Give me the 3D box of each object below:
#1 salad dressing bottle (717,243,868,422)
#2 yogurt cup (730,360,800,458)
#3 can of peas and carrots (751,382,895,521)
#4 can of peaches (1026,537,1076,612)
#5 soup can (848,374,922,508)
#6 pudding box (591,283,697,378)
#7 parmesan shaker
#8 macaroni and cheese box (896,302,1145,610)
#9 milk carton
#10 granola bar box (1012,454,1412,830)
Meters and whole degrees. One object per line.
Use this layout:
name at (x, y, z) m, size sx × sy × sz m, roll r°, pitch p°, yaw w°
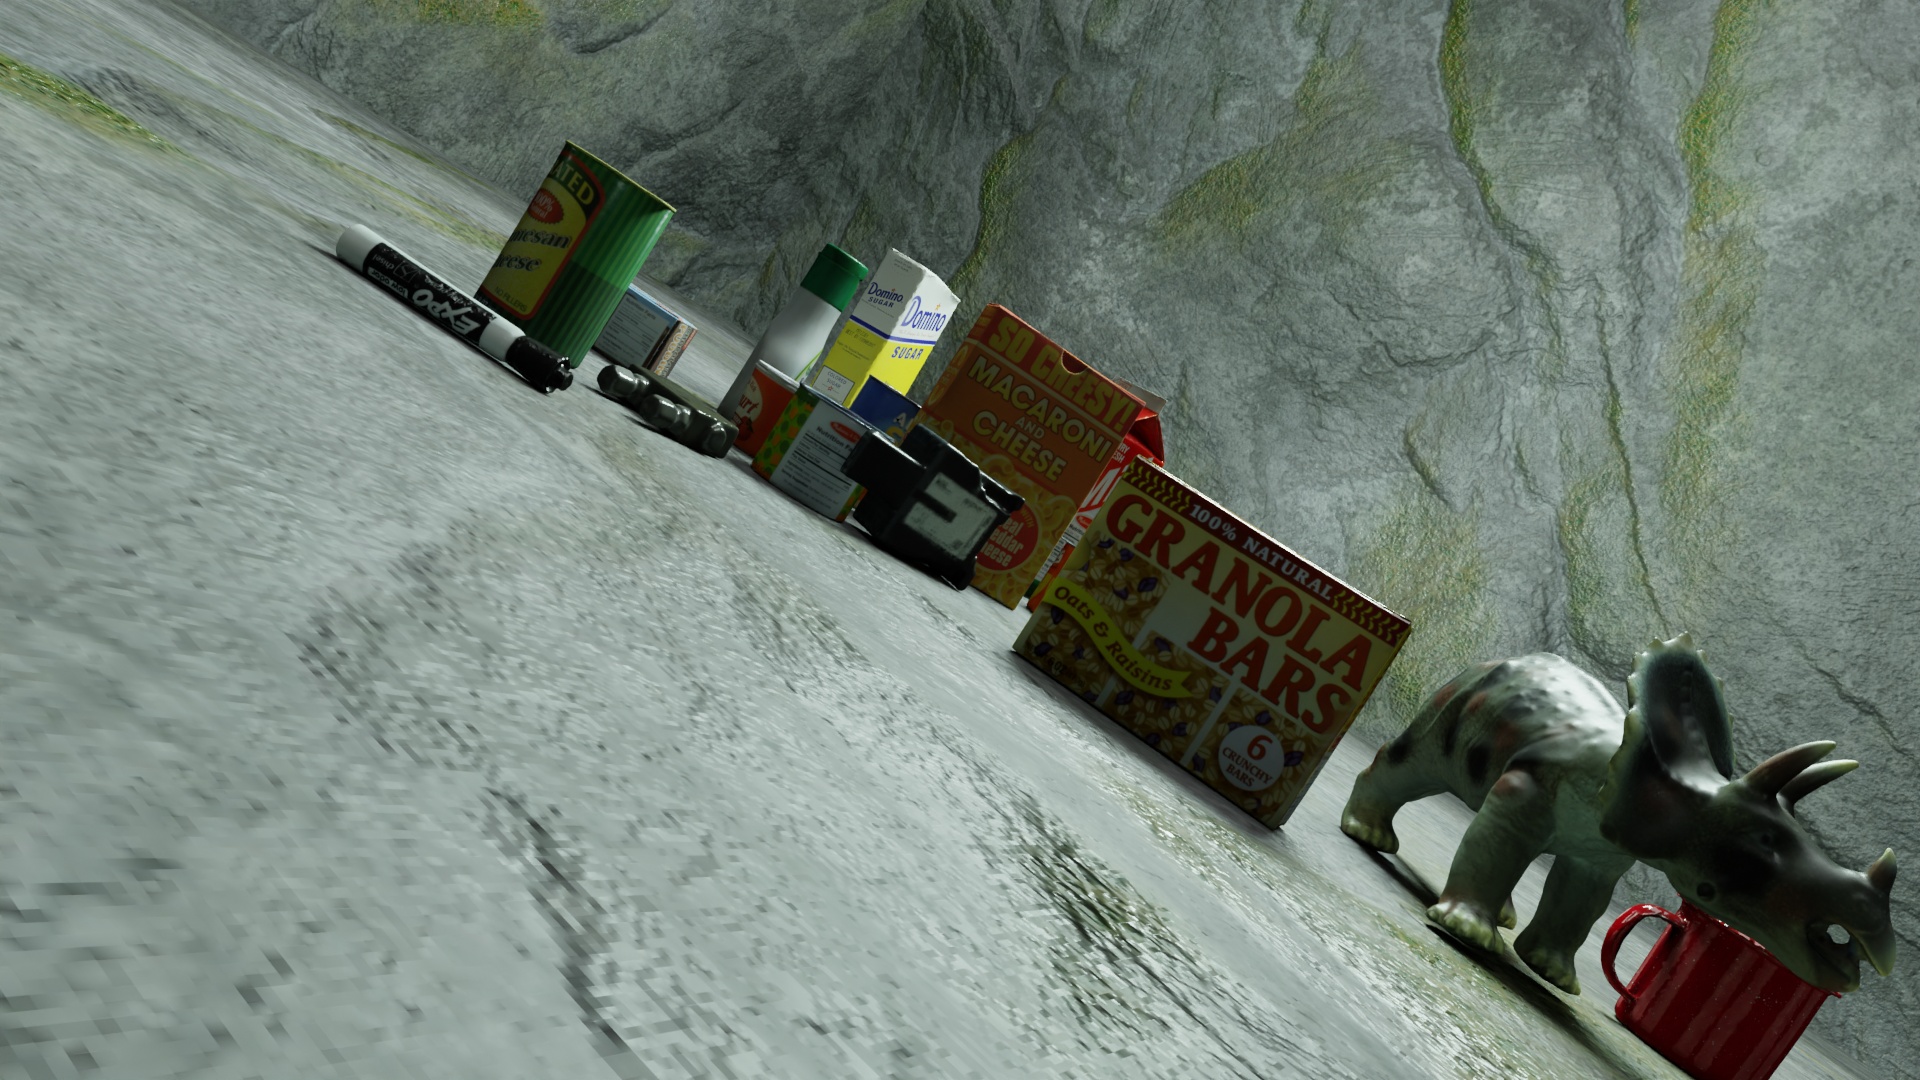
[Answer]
salad dressing bottle at (-0.121, -0.145, 1.013) m, size 0.044 × 0.147 × 0.064 m, roll 32°, pitch 3°, yaw -8°
yogurt cup at (-0.115, -0.076, 0.892) m, size 0.072 × 0.054 × 0.072 m, roll 32°, pitch 4°, yaw -2°
can of peas and carrots at (-0.082, -0.052, 0.824) m, size 0.071 × 0.058 × 0.071 m, roll 32°, pitch 4°, yaw -2°
can of peaches at (0.088, 0.040, 1.018) m, size 0.071 × 0.058 × 0.071 m, roll 32°, pitch 4°, yaw -2°
soup can at (-0.056, -0.063, 0.973) m, size 0.071 × 0.083 × 0.071 m, roll 32°, pitch 4°, yaw -2°
pudding box at (-0.223, -0.144, 0.919) m, size 0.084 × 0.049 × 0.030 m, roll 33°, pitch 4°, yaw 15°
parmesan shaker at (-0.206, -0.151, 0.744) m, size 0.071 × 0.103 × 0.071 m, roll 32°, pitch 3°, yaw -2°
macaroni and cheese box at (0.028, -0.055, 0.929) m, size 0.123 × 0.166 × 0.040 m, roll 31°, pitch 3°, yaw -17°
milk carton at (0.094, -0.043, 1.120) m, size 0.073 × 0.190 × 0.072 m, roll 30°, pitch 4°, yaw -40°
granola bar box at (0.128, 0.050, 0.720) m, size 0.166 × 0.124 × 0.039 m, roll 34°, pitch 4°, yaw 19°
